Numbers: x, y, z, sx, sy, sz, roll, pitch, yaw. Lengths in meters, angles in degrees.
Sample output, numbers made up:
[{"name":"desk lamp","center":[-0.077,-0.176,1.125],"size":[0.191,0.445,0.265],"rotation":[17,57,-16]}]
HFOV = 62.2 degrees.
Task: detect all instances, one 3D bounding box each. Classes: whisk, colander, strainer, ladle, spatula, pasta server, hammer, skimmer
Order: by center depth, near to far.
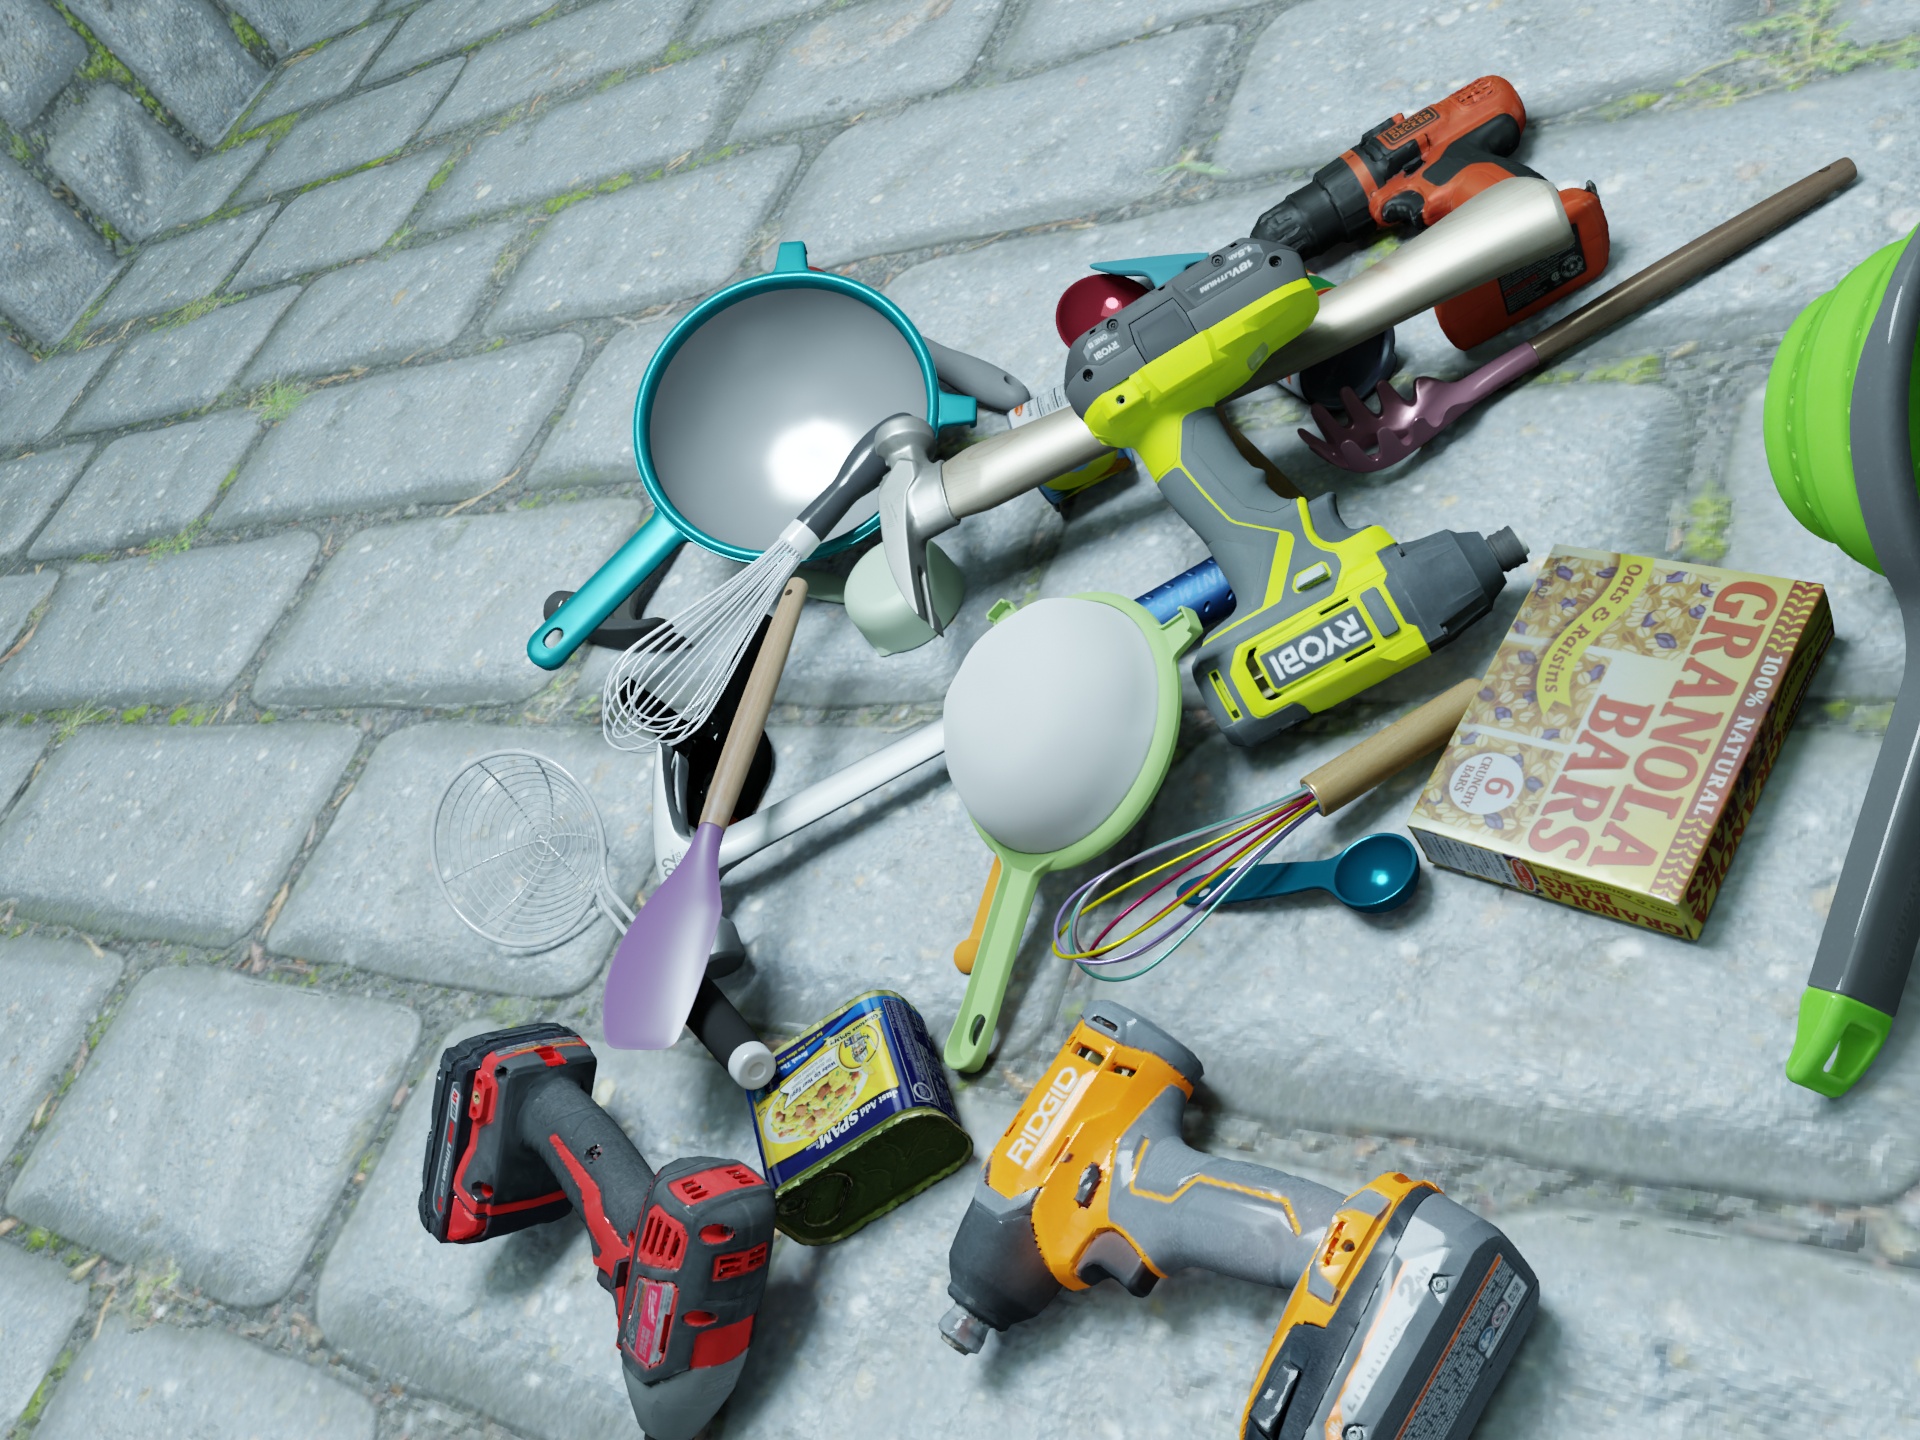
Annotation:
[{"name":"colander","center":[0.371,-0.050,0.639],"size":[0.094,0.204,0.397],"rotation":[11,79,63]},{"name":"whisk","center":[0.151,0.050,0.753],"size":[0.245,0.047,0.051],"rotation":[-30,77,-5]},{"name":"strainer","center":[0.019,0.047,0.799],"size":[0.151,0.069,0.256],"rotation":[8,78,50]},{"name":"pasta server","center":[0.335,-0.221,0.868],"size":[0.316,0.040,0.060],"rotation":[-30,33,10]},{"name":"spatula","center":[-0.134,0.040,0.889],"size":[0.060,0.018,0.316],"rotation":[-3,51,24]},{"name":"hammer","center":[0.135,-0.182,0.889],"size":[0.410,0.038,0.146],"rotation":[-22,58,22]},{"name":"hammer","center":[-0.001,-0.003,0.910],"size":[0.405,0.035,0.144],"rotation":[-28,63,10]},{"name":"skimmer","center":[-0.216,0.117,0.911],"size":[0.364,0.090,0.127],"rotation":[28,103,55]},{"name":"spatula","center":[0.141,-0.217,0.977],"size":[0.082,0.044,0.318],"rotation":[-6,48,-1]},{"name":"ladle","center":[0.144,-0.198,0.992],"size":[0.069,0.031,0.316],"rotation":[-29,45,-3]},{"name":"whisk","center":[-0.124,-0.091,1.003],"size":[0.284,0.070,0.070],"rotation":[-49,43,-10]},{"name":"strainer","center":[-0.157,-0.150,1.097],"size":[0.340,0.095,0.211],"rotation":[-45,75,-2]},{"name":"whisk","center":[-0.027,-0.268,1.161],"size":[0.055,0.055,0.239],"rotation":[-47,48,-7]},{"name":"hammer","center":[-0.182,-0.208,1.225],"size":[0.149,0.036,0.359],"rotation":[9,62,39]}]

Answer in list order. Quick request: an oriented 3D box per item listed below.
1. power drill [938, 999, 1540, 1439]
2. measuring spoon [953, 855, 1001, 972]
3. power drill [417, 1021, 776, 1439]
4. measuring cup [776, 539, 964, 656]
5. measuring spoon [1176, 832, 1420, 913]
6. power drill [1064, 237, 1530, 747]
[{"name":"power drill","center":[0.094,0.224,0.645],"size":[0.227,0.084,0.164],"rotation":[20,69,48]},{"name":"measuring spoon","center":[0.022,0.082,0.859],"size":[0.021,0.011,0.117],"rotation":[3,58,37]},{"name":"power drill","center":[-0.181,0.253,0.794],"size":[0.220,0.078,0.143],"rotation":[23,107,41]},{"name":"measuring cup","center":[-0.072,-0.093,1.049],"size":[0.168,0.038,0.083],"rotation":[15,66,40]},{"name":"measuring spoon","center":[0.162,0.081,0.763],"size":[0.128,0.021,0.042],"rotation":[-12,41,39]},{"name":"power drill","center":[0.165,-0.121,0.809],"size":[0.171,0.080,0.223],"rotation":[-29,82,15]}]
